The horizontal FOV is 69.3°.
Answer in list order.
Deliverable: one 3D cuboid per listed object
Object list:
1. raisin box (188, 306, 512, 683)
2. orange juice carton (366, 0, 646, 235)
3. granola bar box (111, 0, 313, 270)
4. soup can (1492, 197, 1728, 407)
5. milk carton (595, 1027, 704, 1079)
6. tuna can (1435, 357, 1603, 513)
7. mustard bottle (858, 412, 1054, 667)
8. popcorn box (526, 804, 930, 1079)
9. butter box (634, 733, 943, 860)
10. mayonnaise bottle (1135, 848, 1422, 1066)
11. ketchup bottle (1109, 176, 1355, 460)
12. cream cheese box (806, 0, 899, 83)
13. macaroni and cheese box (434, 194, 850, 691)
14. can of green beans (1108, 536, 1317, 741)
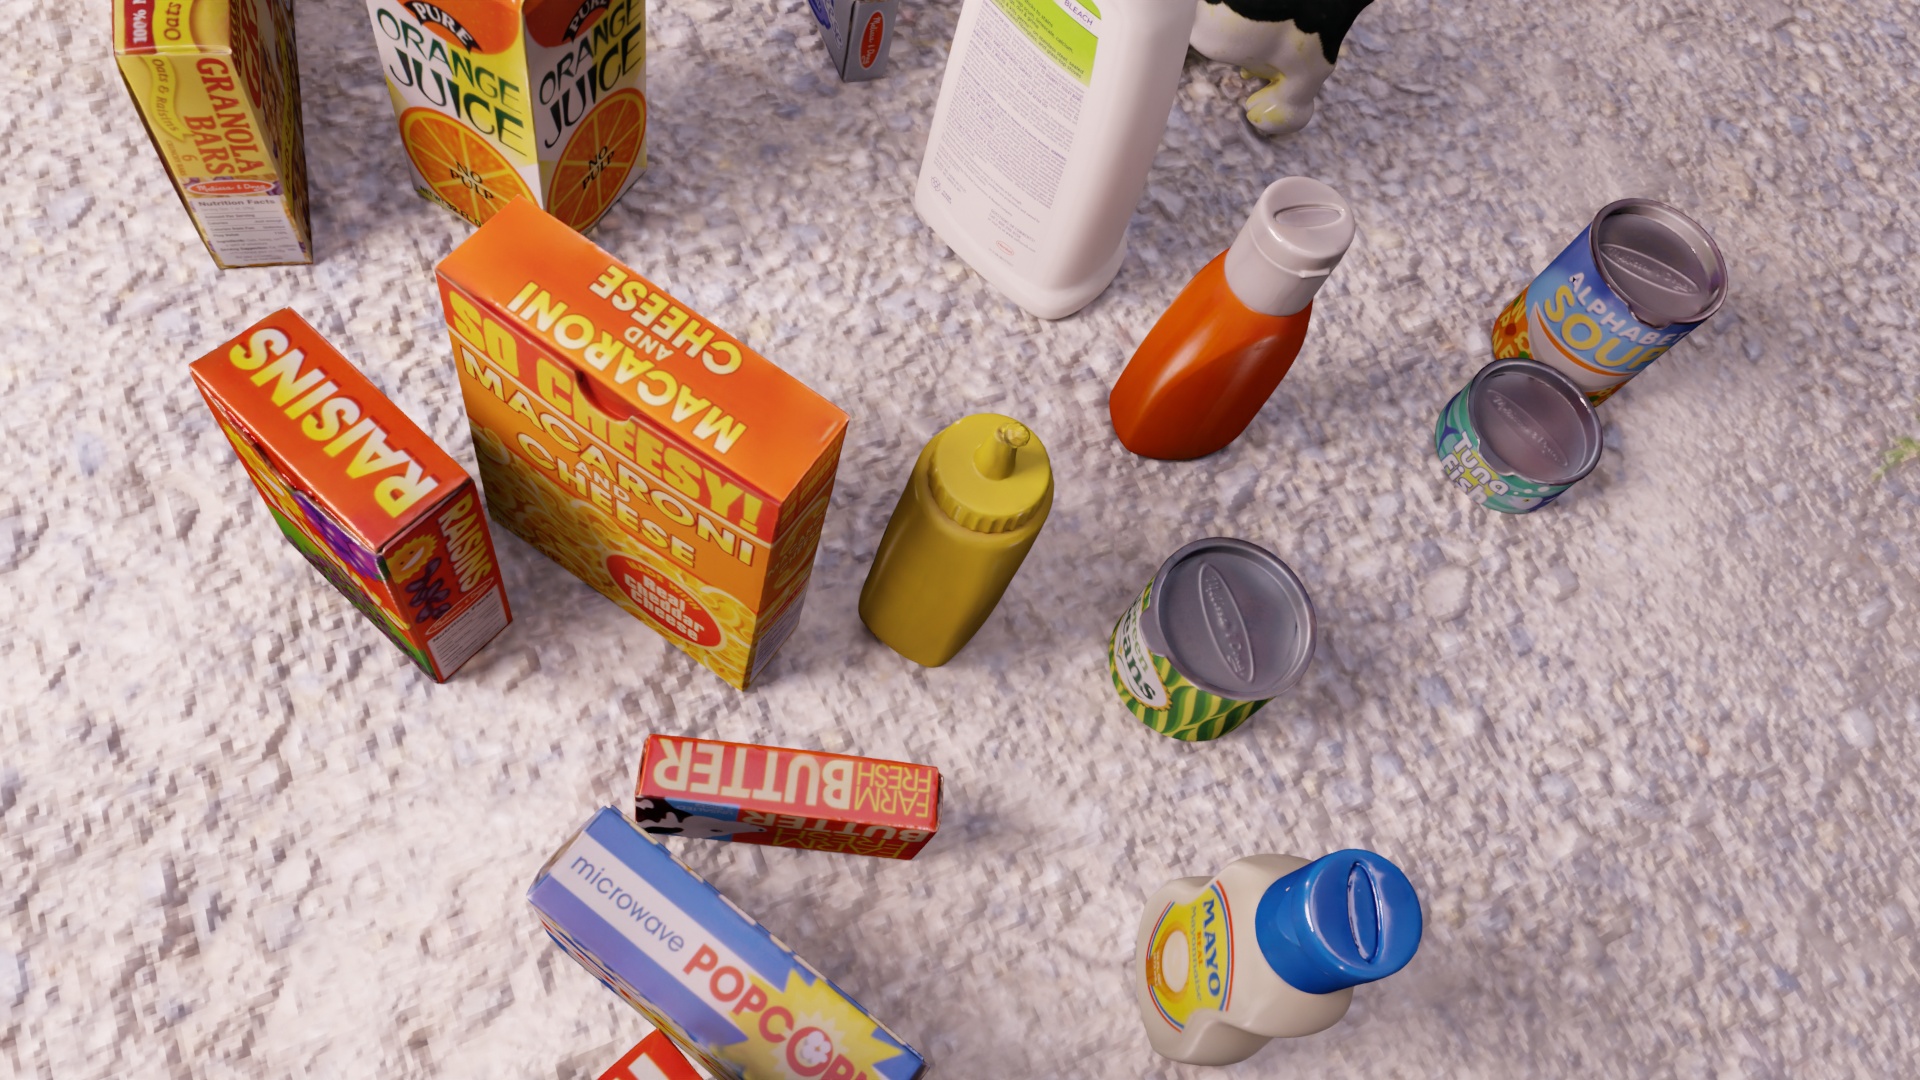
[{"bbox_3d":[-0.199,-0.010,0.467,0.086,0.123,0.040,42,64,8],"label":"raisin box"},{"bbox_3d":[-0.168,-0.195,0.522,0.072,0.191,0.073,31,63,3],"label":"orange juice carton"},{"bbox_3d":[-0.290,-0.209,0.539,0.039,0.123,0.166,-8,68,-16],"label":"granola bar box"},{"bbox_3d":[0.297,-0.105,0.643,0.071,0.083,0.071,5,65,-10],"label":"soup can"},{"bbox_3d":[-0.086,0.184,0.363,0.072,0.189,0.073,-39,79,-25],"label":"milk carton"},{"bbox_3d":[0.253,-0.046,0.634,0.071,0.032,0.071,5,65,-10],"label":"tuna can"},{"bbox_3d":[0.002,-0.006,0.489,0.049,0.159,0.065,33,63,4],"label":"mustard bottle"},{"bbox_3d":[-0.076,0.144,0.443,0.127,0.085,0.038,37,64,6],"label":"popcorn box"},{"bbox_3d":[-0.061,0.091,0.489,0.103,0.053,0.024,8,64,-9],"label":"butter box"},{"bbox_3d":[0.098,0.133,0.452,0.041,0.147,0.065,5,65,-10],"label":"mayonnaise bottle"},{"bbox_3d":[0.109,-0.084,0.555,0.065,0.148,0.043,-9,68,-16],"label":"ketchup bottle"},{"bbox_3d":[-0.060,-0.276,0.661,0.024,0.053,0.104,-15,70,-18],"label":"cream cheese box"},{"bbox_3d":[-0.107,-0.022,0.468,0.124,0.165,0.040,34,63,4],"label":"macaroni and cheese box"},{"bbox_3d":[0.097,0.040,0.545,0.071,0.057,0.071,5,65,-10],"label":"can of green beans"}]
